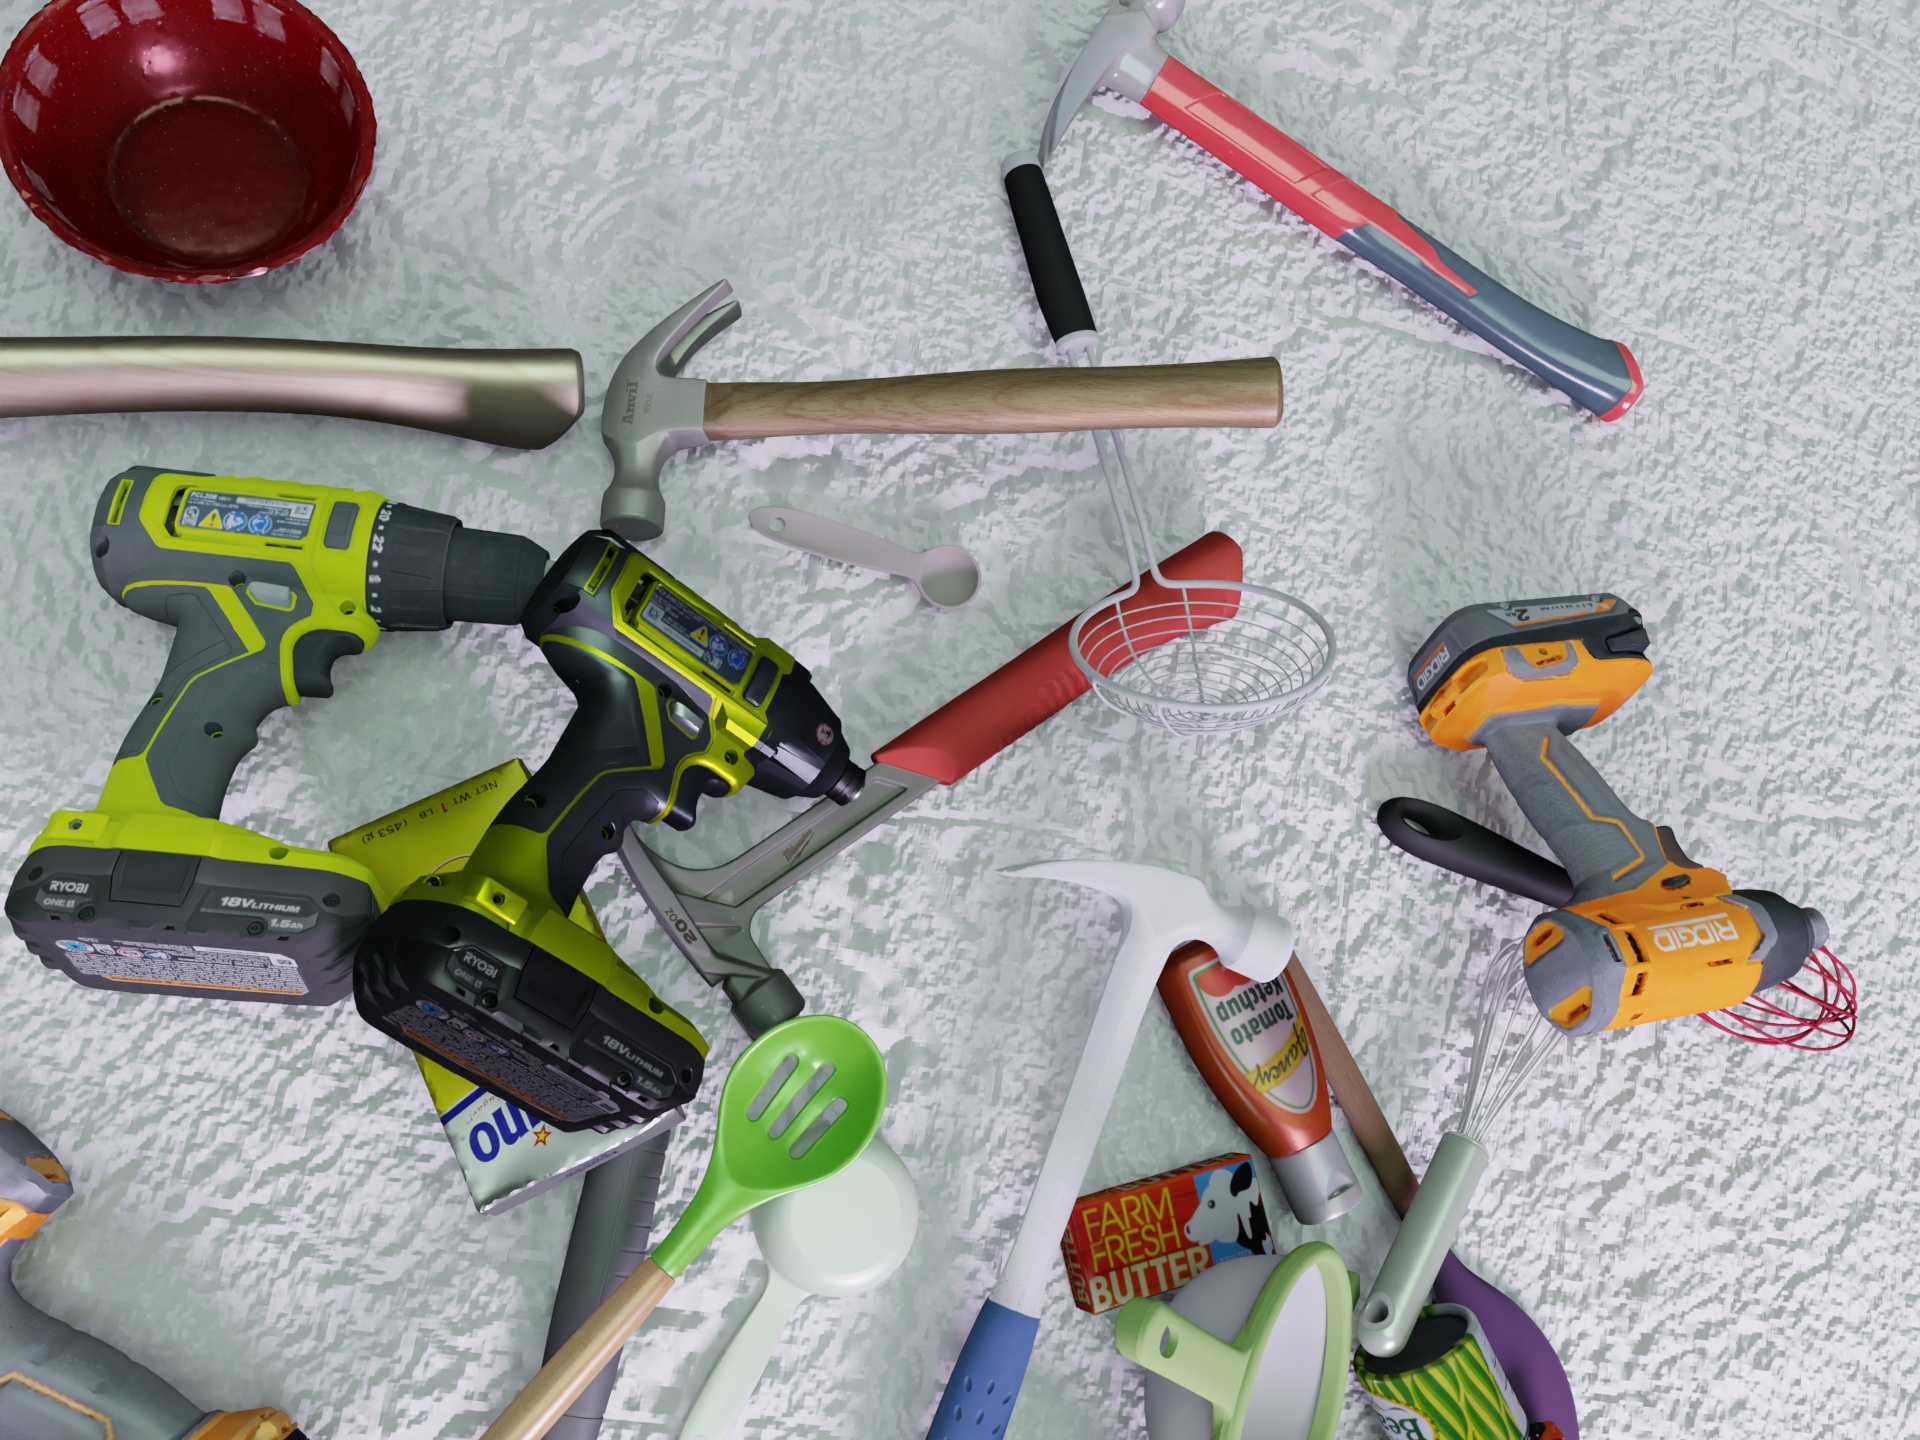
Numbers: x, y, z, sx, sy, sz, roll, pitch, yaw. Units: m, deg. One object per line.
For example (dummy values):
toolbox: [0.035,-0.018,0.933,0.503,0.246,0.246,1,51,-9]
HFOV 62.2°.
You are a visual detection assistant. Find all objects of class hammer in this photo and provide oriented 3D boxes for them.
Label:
hammer: [0.023,0.255,0.726,0.144,0.035,0.405,23,80,-11]
hammer: [0.230,-0.278,0.930,0.386,0.038,0.143,32,73,-7]
hammer: [-0.011,-0.157,0.779,0.331,0.031,0.130,-1,72,5]
hammer: [-0.168,0.300,0.691,0.128,0.033,0.331,15,74,-14]
hammer: [-0.001,-0.003,0.804,0.359,0.036,0.149,-34,89,-19]
hammer: [-0.375,-0.160,0.699,0.410,0.038,0.146,-4,122,-21]

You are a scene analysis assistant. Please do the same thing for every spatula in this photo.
spatula: [0.235,0.248,0.824,0.060,0.018,0.316,-27,88,-17]

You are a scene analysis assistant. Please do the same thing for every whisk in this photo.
whisk: [0.363,0.107,0.874,0.296,0.073,0.073,24,73,-4]
whisk: [0.262,0.211,0.813,0.059,0.058,0.246,47,65,-29]

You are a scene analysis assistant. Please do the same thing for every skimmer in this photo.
skimmer: [0.083,-0.156,0.806,0.127,0.090,0.363,-11,72,-13]

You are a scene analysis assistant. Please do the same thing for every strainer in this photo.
strainer: [0.101,0.284,0.698,0.256,0.069,0.151,48,58,-48]

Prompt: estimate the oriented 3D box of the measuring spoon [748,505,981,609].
measuring spoon: [-0.050,-0.086,0.823,0.124,0.018,0.034,17,75,-5]

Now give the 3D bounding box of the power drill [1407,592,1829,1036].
power drill: [0.346,0.046,0.835,0.164,0.084,0.227,-6,60,-17]

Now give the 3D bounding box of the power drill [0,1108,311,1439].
power drill: [-0.381,0.285,0.610,0.226,0.084,0.185,43,71,1]

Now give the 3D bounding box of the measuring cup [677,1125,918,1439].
measuring cup: [-0.078,0.263,0.720,0.083,0.038,0.168,34,69,-6]

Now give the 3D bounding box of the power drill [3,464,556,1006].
power drill: [-0.282,-0.002,0.675,0.190,0.080,0.229,6,60,-8]

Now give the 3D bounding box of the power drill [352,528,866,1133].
power drill: [-0.135,0.049,0.668,0.171,0.080,0.223,37,52,-23]

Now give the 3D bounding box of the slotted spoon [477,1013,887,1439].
slotted spoon: [-0.147,0.252,0.676,0.070,0.031,0.314,43,71,0]
